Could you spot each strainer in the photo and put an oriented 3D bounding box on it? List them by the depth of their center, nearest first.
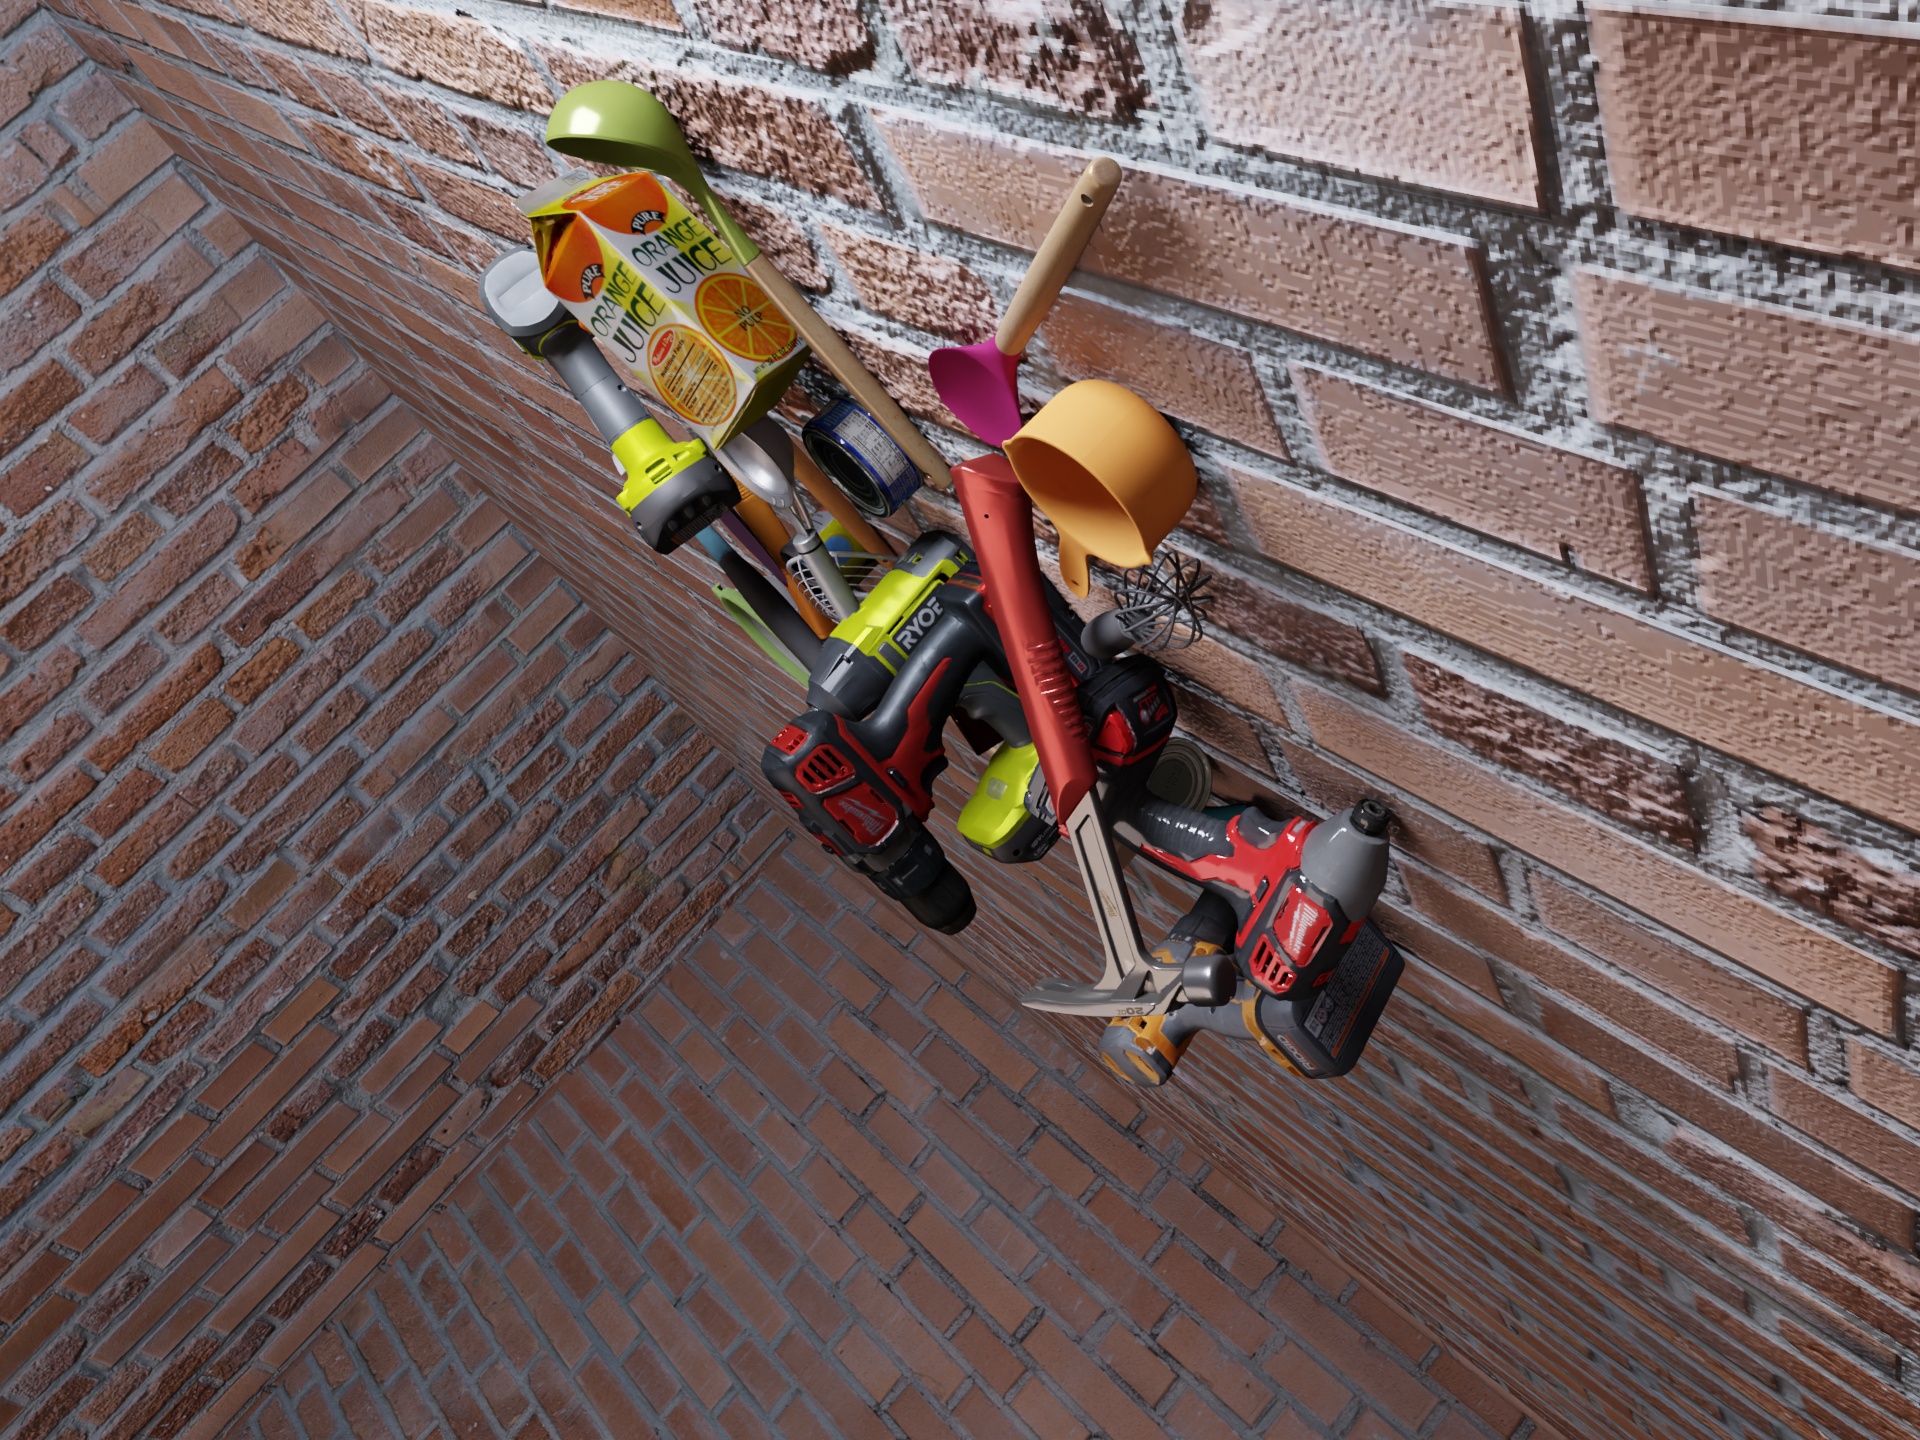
[{"bbox_3d":[-0.111,-0.133,1.114,0.087,0.050,0.258,21,149,50],"label":"strainer"},{"bbox_3d":[-0.135,-0.064,1.630,0.256,0.069,0.152,46,170,-26],"label":"strainer"}]

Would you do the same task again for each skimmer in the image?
[{"bbox_3d":[-0.122,-0.208,1.146,0.127,0.090,0.363,-2,128,38],"label":"skimmer"}]

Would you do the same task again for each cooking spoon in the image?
[{"bbox_3d":[0.029,-0.190,0.758,0.069,0.017,0.319,43,169,-3],"label":"cooking spoon"}]

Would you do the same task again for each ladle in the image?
[{"bbox_3d":[-0.115,-0.246,0.948,0.320,0.062,0.078,46,169,-27],"label":"ladle"}]

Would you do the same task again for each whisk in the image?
[{"bbox_3d":[0.099,-0.059,0.926,0.055,0.055,0.239,44,173,-2],"label":"whisk"}]

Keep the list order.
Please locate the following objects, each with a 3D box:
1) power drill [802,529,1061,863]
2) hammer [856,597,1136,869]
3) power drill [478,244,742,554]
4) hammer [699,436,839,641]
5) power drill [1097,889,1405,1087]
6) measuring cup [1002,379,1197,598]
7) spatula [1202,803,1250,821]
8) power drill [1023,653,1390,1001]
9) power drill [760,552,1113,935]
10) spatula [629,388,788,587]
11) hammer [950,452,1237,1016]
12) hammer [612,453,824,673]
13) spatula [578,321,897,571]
[{"bbox_3d":[-0.002,-0.004,1.157,0.223,0.171,0.080,45,168,-27],"label":"power drill"},{"bbox_3d":[-0.001,-0.007,1.465,0.410,0.038,0.146,42,170,4],"label":"hammer"},{"bbox_3d":[-0.265,-0.241,1.206,0.228,0.080,0.190,54,178,-5],"label":"power drill"},{"bbox_3d":[-0.178,-0.194,1.297,0.127,0.034,0.336,31,157,52],"label":"hammer"},{"bbox_3d":[0.217,0.184,1.182,0.084,0.185,0.226,46,149,-15],"label":"power drill"},{"bbox_3d":[0.074,-0.111,0.811,0.095,0.052,0.173,40,170,13],"label":"measuring cup"},{"bbox_3d":[0.147,0.073,1.170,0.082,0.044,0.318,42,161,-33],"label":"spatula"},{"bbox_3d":[0.158,0.061,0.986,0.220,0.078,0.143,36,128,20],"label":"power drill"},{"bbox_3d":[-0.002,0.017,1.076,0.187,0.227,0.080,49,167,-23],"label":"power drill"},{"bbox_3d":[-0.245,-0.230,1.301,0.316,0.018,0.059,48,172,4],"label":"spatula"},{"bbox_3d":[0.054,0.016,0.970,0.149,0.037,0.359,-8,106,37],"label":"hammer"},{"bbox_3d":[-0.184,-0.124,1.329,0.331,0.033,0.128,47,180,22],"label":"hammer"},{"bbox_3d":[-0.144,-0.213,1.180,0.322,0.081,0.041,45,-166,-34],"label":"spatula"}]
